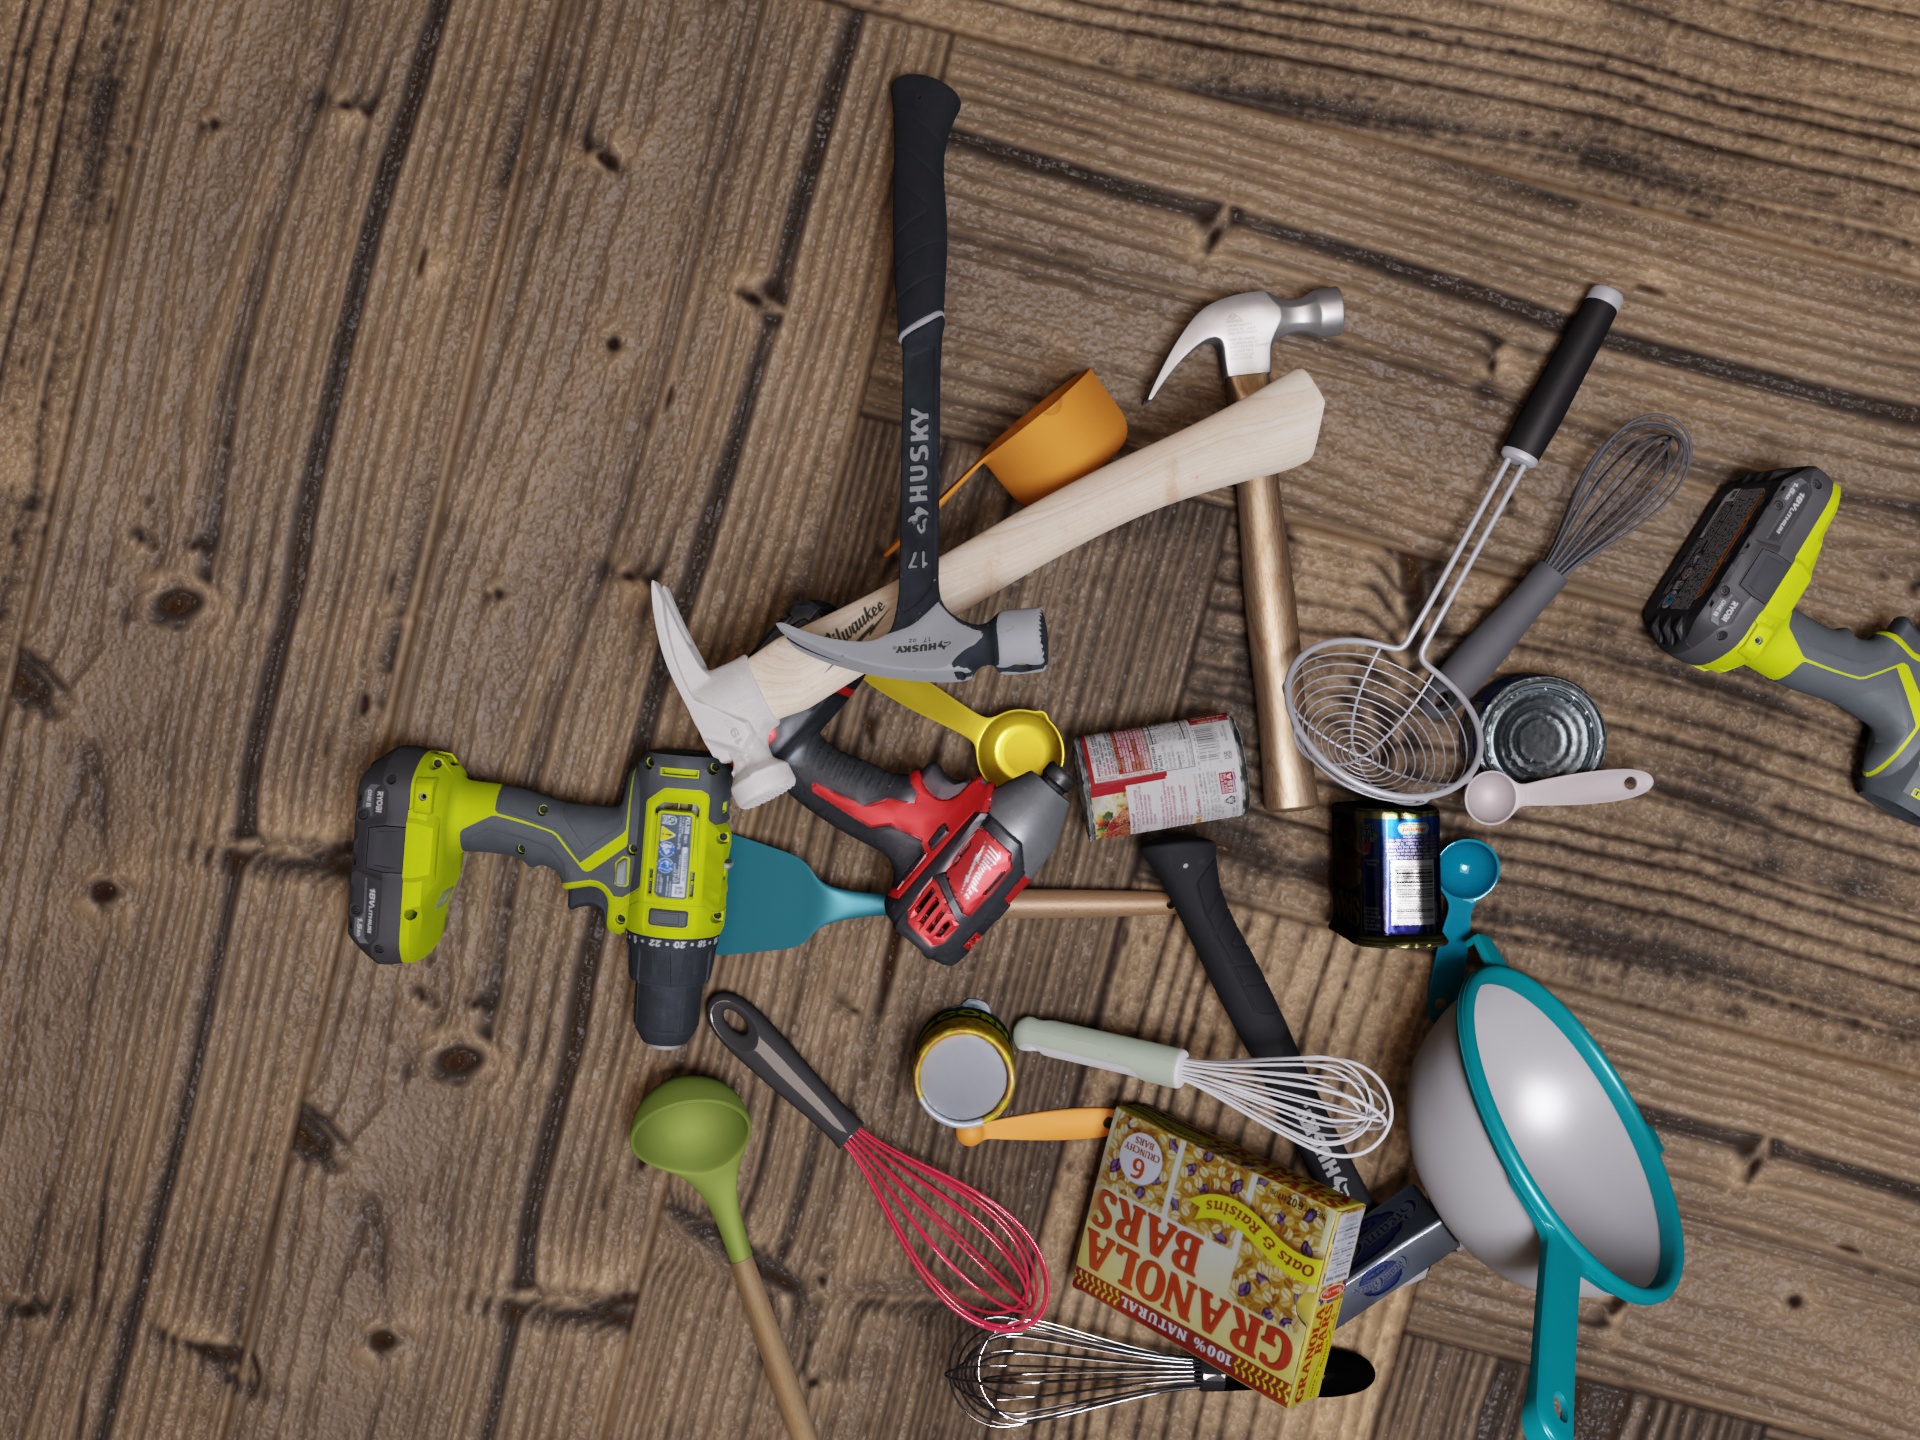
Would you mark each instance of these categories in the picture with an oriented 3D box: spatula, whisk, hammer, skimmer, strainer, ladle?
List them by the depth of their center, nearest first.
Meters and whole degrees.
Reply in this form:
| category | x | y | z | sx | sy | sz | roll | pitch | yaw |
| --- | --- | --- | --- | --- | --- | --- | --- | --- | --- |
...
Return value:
| category | x | y | z | sx | sy | sz | roll | pitch | yaw |
| --- | --- | --- | --- | --- | --- | --- | --- | --- | --- |
| strainer | 0.317 | 0.292 | 0.922 | 0.095 | 0.340 | 0.211 | -38 | 97 | 33 |
| hammer | 0.019 | -0.105 | 0.936 | 0.410 | 0.038 | 0.146 | -28 | 84 | 3 |
| hammer | -0.028 | -0.213 | 0.939 | 0.149 | 0.036 | 0.409 | -4 | 69 | 10 |
| skimmer | 0.321 | -0.116 | 0.978 | 0.127 | 0.090 | 0.363 | 29 | 88 | 10 |
| whisk | 0.145 | 0.220 | 0.992 | 0.246 | 0.057 | 0.059 | 8 | 69 | 26 |
| whisk | 0.374 | -0.095 | 1.012 | 0.055 | 0.055 | 0.239 | 39 | 97 | -1 |
| hammer | 0.193 | -0.106 | 1.020 | 0.130 | 0.031 | 0.331 | -6 | 93 | 1 |
| hammer | 0.201 | 0.223 | 1.027 | 0.146 | 0.035 | 0.334 | -27 | 95 | 2 |
| whisk | -0.056 | 0.283 | 1.033 | 0.296 | 0.073 | 0.073 | 43 | 93 | 5 |
| whisk | 0.131 | 0.426 | 1.038 | 0.284 | 0.070 | 0.070 | 1 | 93 | -4 |
| ladle | -0.136 | 0.381 | 1.039 | 0.078 | 0.062 | 0.320 | -18 | 95 | 2 |
| spatula | -0.009 | 0.116 | 1.040 | 0.317 | 0.044 | 0.082 | 1 | 92 | -4 |

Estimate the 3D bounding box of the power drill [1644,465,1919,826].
| category | x | y | z | sx | sy | sz | roll | pitch | yaw |
| --- | --- | --- | --- | --- | --- | --- | --- | --- | --- |
| power drill | 0.567 | -0.058 | 0.997 | 0.223 | 0.080 | 0.171 | 31 | 94 | -5 |

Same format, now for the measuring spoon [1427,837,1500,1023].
| category | x | y | z | sx | sy | sz | roll | pitch | yaw |
| --- | --- | --- | --- | --- | --- | --- | --- | --- | --- |
| measuring spoon | 0.321 | 0.137 | 1.041 | 0.042 | 0.021 | 0.128 | 7 | 102 | 0 |

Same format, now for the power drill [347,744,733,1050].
| category | x | y | z | sx | sy | sz | roll | pitch | yaw |
| --- | --- | --- | --- | --- | --- | --- | --- | --- | --- |
| power drill | -0.262 | 0.108 | 1.016 | 0.228 | 0.080 | 0.190 | 5 | 93 | -2 |

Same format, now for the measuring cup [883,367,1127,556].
| category | x | y | z | sx | sy | sz | roll | pitch | yaw |
| --- | --- | --- | --- | --- | --- | --- | --- | --- | --- |
| measuring cup | 0.031 | -0.143 | 0.986 | 0.173 | 0.095 | 0.052 | -43 | 101 | -6 |

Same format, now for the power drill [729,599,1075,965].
| category | x | y | z | sx | sy | sz | roll | pitch | yaw |
| --- | --- | --- | --- | --- | --- | --- | --- | --- | --- |
| power drill | -0.041 | 0.031 | 0.990 | 0.220 | 0.078 | 0.143 | 42 | 93 | 8 |

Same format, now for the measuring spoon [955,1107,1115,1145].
| category | x | y | z | sx | sy | sz | roll | pitch | yaw |
| --- | --- | --- | --- | --- | --- | --- | --- | --- | --- |
| measuring spoon | 0.055 | 0.269 | 1.051 | 0.117 | 0.011 | 0.021 | -4 | 93 | 1 |

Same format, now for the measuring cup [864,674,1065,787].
| category | x | y | z | sx | sy | sz | roll | pitch | yaw |
| --- | --- | --- | --- | --- | --- | --- | --- | --- | --- |
| measuring cup | -0.002 | -0.003 | 1.036 | 0.156 | 0.029 | 0.062 | 30 | 95 | 11 |

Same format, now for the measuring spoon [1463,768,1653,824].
| category | x | y | z | sx | sy | sz | roll | pitch | yaw |
| --- | --- | --- | --- | --- | --- | --- | --- | --- | --- |
| measuring spoon | 0.374 | 0.044 | 1.001 | 0.124 | 0.018 | 0.034 | -5 | 93 | -6 |
